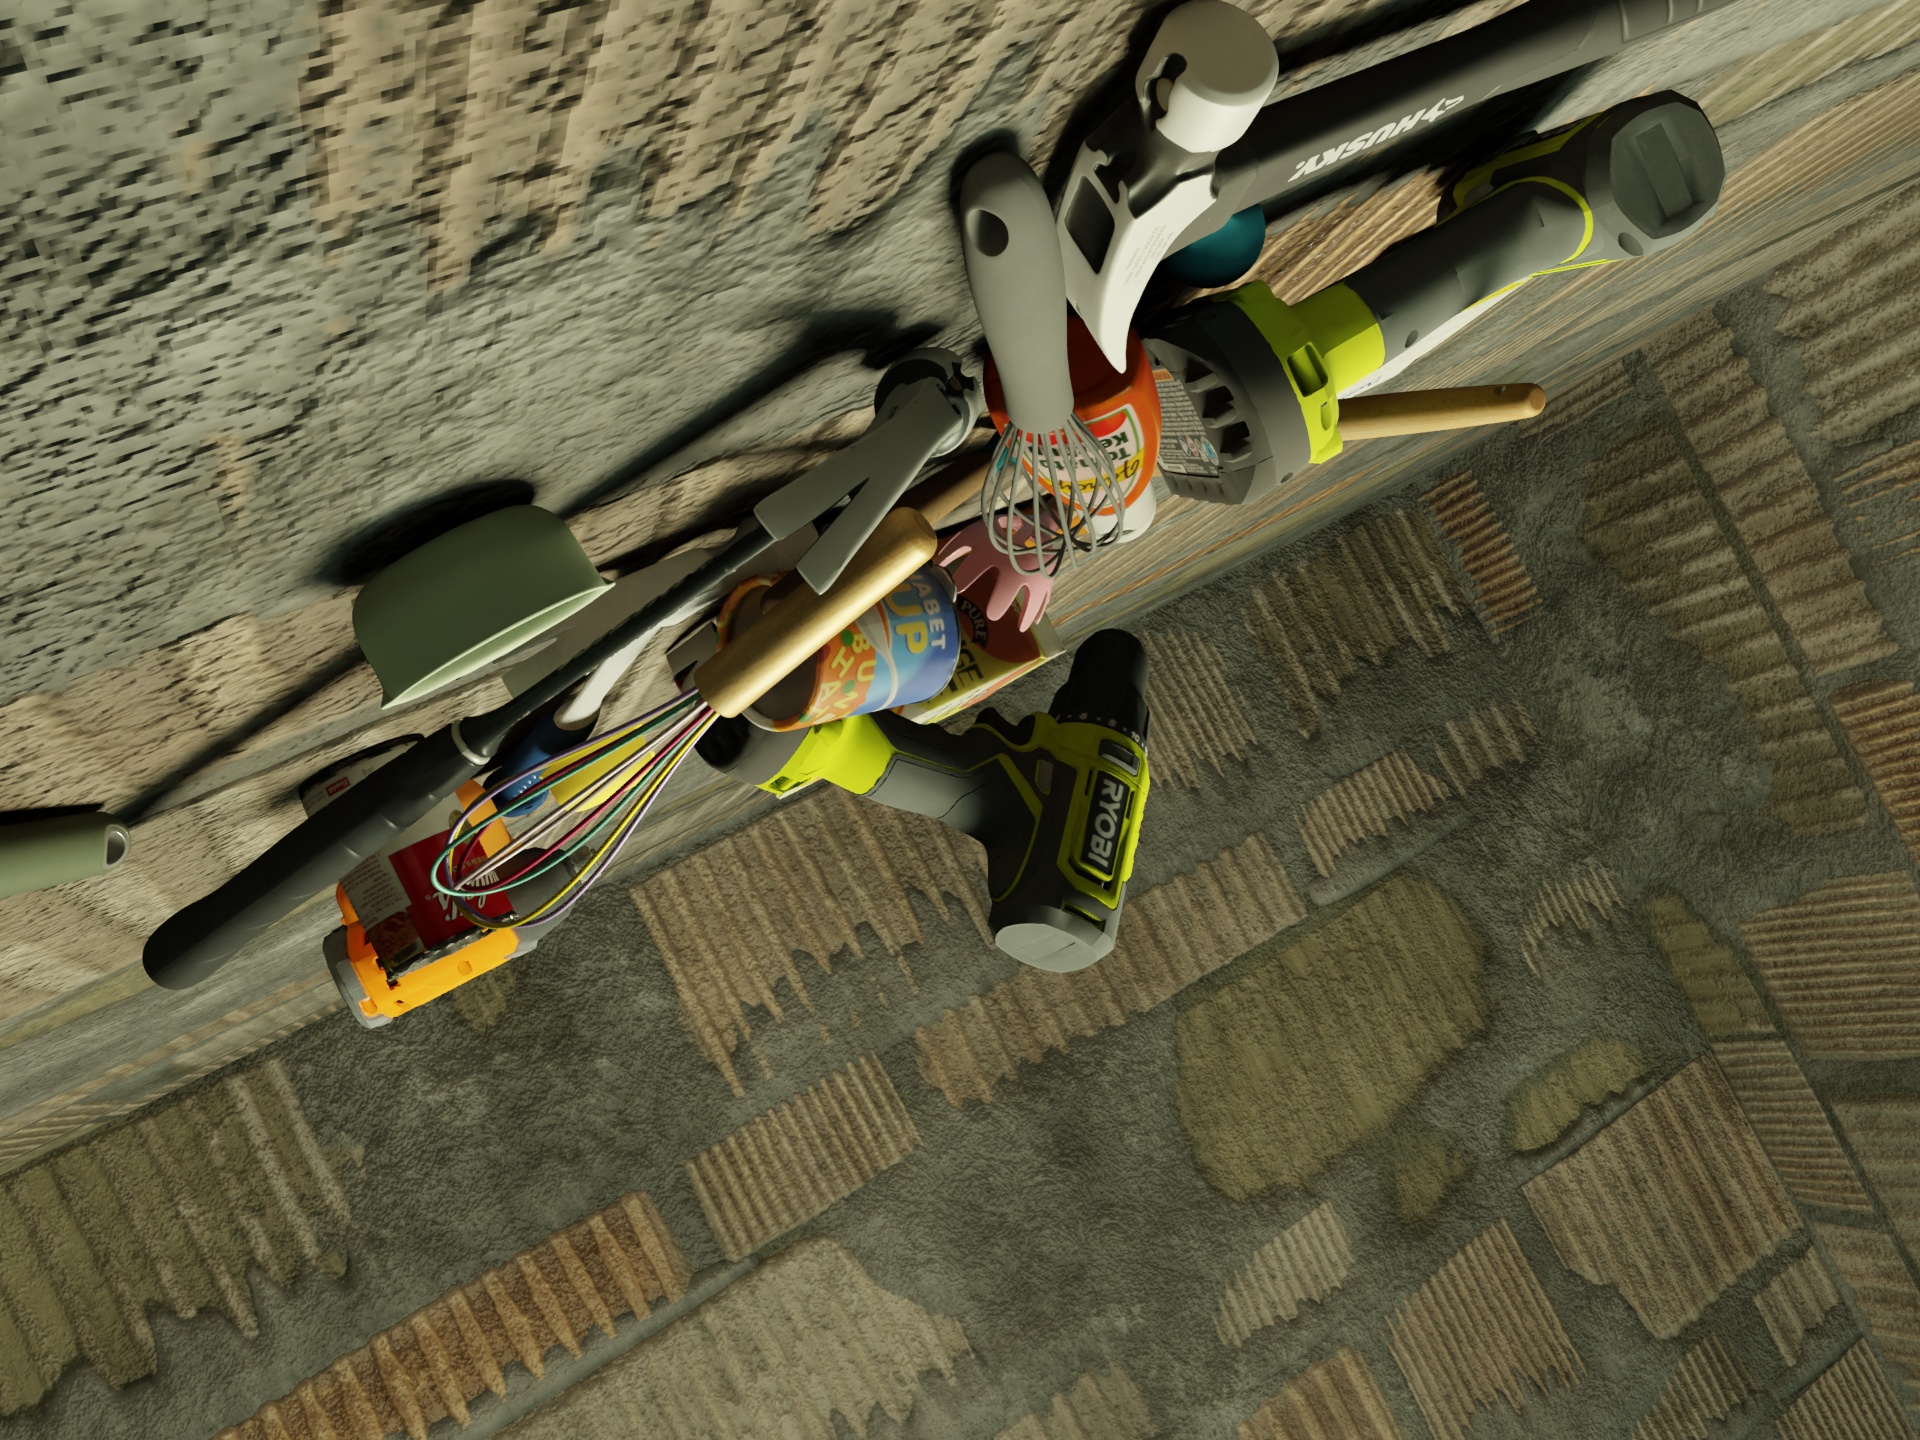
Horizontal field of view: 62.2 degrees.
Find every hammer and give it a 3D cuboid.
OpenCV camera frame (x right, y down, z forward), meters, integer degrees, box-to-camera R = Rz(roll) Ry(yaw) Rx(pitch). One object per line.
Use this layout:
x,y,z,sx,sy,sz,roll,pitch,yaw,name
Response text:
-0.024,-0.091,0.974,0.337,0.034,0.127,-25,176,-44,hammer
-0.202,-0.005,0.823,0.144,0.035,0.405,-26,177,-29,hammer
-0.168,0.003,0.582,0.409,0.036,0.149,-32,-165,23,hammer
0.173,-0.210,0.508,0.335,0.035,0.146,-28,171,-20,hammer

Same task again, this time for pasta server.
0.049,-0.110,0.895,0.040,0.060,0.316,-55,178,19,pasta server

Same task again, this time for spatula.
0.005,-0.097,0.705,0.082,0.044,0.317,-24,-169,35,spatula

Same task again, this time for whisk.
0.024,-0.108,0.527,0.055,0.055,0.238,-27,160,-2,whisk
-0.107,0.000,0.579,0.245,0.047,0.051,-37,136,19,whisk
-0.339,0.052,0.501,0.059,0.058,0.246,7,-177,3,whisk

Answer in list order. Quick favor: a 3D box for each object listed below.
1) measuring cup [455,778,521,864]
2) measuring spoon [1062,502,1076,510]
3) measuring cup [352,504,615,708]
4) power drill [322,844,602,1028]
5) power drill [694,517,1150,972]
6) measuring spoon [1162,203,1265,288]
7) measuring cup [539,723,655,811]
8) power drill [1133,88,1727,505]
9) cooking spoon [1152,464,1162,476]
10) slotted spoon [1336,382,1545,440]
-0.311,0.061,0.945,0.095,0.052,0.174,-24,-167,-4,measuring cup
0.096,-0.134,0.808,0.124,0.018,0.034,-26,-175,47,measuring spoon
-0.170,-0.037,0.546,0.083,0.038,0.167,-32,-172,-19,measuring cup
-0.319,0.116,1.021,0.164,0.084,0.226,-27,-169,-18,power drill
-0.001,-0.003,0.799,0.080,0.228,0.191,-33,-145,51,power drill
0.092,-0.176,0.572,0.042,0.021,0.128,-28,179,13,measuring spoon
-0.190,0.030,0.898,0.062,0.029,0.156,-28,176,0,measuring cup
0.181,-0.181,0.678,0.223,0.080,0.171,-30,-166,-4,power drill
0.149,-0.182,1.122,0.069,0.017,0.319,-30,177,26,cooking spoon
0.154,-0.143,0.766,0.070,0.031,0.314,-51,-155,-14,slotted spoon
